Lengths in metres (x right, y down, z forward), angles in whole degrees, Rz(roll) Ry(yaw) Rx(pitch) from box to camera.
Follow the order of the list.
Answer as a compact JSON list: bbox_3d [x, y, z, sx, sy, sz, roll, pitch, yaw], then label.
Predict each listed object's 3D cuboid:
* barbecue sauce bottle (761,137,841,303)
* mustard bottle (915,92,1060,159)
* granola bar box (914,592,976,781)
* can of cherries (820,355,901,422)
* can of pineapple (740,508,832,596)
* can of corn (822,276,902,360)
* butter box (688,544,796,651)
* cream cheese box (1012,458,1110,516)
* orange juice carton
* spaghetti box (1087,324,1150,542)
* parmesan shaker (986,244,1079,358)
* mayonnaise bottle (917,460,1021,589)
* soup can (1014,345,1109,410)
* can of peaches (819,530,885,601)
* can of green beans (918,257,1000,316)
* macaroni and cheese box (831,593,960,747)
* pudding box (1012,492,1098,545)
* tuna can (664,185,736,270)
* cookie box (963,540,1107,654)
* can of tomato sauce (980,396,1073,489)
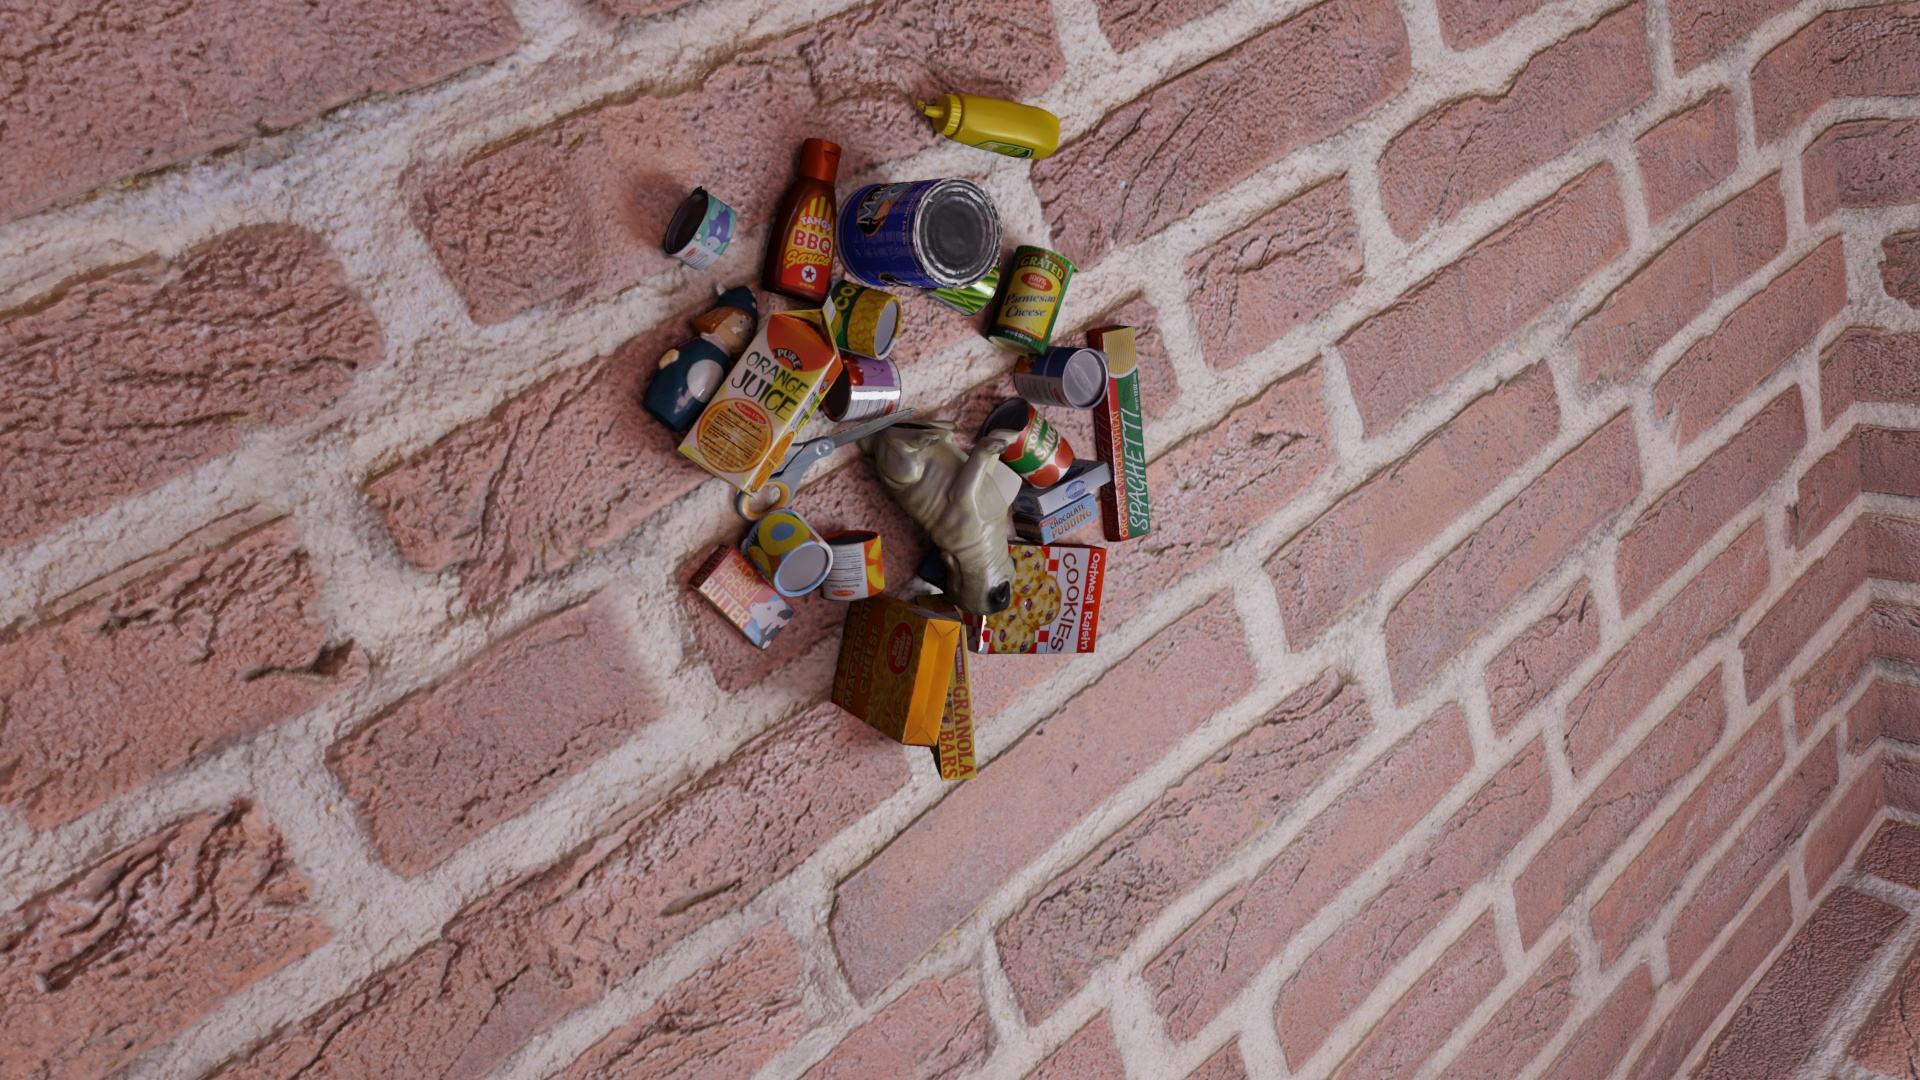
[{"bbox_3d":[-0.145,-0.304,1.319,0.065,0.043,0.148,10,92,-39],"label":"barbecue sauce bottle"},{"bbox_3d":[0.023,-0.423,1.410,0.160,0.065,0.048,3,92,-31],"label":"mustard bottle"},{"bbox_3d":[-0.017,0.150,1.444,0.039,0.124,0.165,-6,104,-8],"label":"granola bar box"},{"bbox_3d":[-0.101,-0.151,1.368,0.058,0.071,0.071,-5,102,-34],"label":"can of cherries"},{"bbox_3d":[-0.166,0.013,1.339,0.071,0.058,0.070,-25,138,-25],"label":"can of pineapple"},{"bbox_3d":[-0.096,-0.215,1.343,0.071,0.058,0.071,17,91,-74],"label":"can of corn"},{"bbox_3d":[-0.211,0.056,1.349,0.053,0.024,0.103,-51,123,-17],"label":"butter box"},{"bbox_3d":[0.111,-0.060,1.544,0.104,0.053,0.024,-27,112,-29],"label":"cream cheese box"},{"bbox_3d":[-0.170,-0.139,1.274,0.073,0.072,0.193,34,86,2],"label":"orange juice carton"},{"bbox_3d":[0.183,-0.121,1.601,0.050,0.028,0.249,-16,107,-32],"label":"spaghetti box"},{"bbox_3d":[0.077,-0.252,1.473,0.071,0.071,0.103,22,85,-37],"label":"parmesan shaker"},{"bbox_3d":[0.005,-0.019,1.483,0.064,0.041,0.148,36,78,-28],"label":"mayonnaise bottle"},{"bbox_3d":[0.111,-0.179,1.503,0.071,0.084,0.071,-8,103,-35],"label":"soup can"},{"bbox_3d":[-0.111,0.024,1.392,0.071,0.071,0.058,-14,106,-33],"label":"can of peaches"},{"bbox_3d":[-0.003,-0.270,1.415,0.058,0.071,0.071,23,85,-36],"label":"can of green beans"},{"bbox_3d":[-0.068,0.122,1.376,0.040,0.166,0.123,11,92,-31],"label":"macaroni and cheese box"},{"bbox_3d":[0.107,-0.028,1.549,0.084,0.049,0.030,-27,115,-29],"label":"pudding box"},{"bbox_3d":[-0.233,-0.280,1.247,0.033,0.071,0.071,29,81,-37],"label":"tuna can"},{"bbox_3d":[0.084,0.064,1.556,0.168,0.040,0.122,3,97,-35],"label":"cookie box"},{"bbox_3d":[0.074,-0.104,1.498,0.083,0.071,0.071,41,75,-34],"label":"can of tomato sauce"}]
